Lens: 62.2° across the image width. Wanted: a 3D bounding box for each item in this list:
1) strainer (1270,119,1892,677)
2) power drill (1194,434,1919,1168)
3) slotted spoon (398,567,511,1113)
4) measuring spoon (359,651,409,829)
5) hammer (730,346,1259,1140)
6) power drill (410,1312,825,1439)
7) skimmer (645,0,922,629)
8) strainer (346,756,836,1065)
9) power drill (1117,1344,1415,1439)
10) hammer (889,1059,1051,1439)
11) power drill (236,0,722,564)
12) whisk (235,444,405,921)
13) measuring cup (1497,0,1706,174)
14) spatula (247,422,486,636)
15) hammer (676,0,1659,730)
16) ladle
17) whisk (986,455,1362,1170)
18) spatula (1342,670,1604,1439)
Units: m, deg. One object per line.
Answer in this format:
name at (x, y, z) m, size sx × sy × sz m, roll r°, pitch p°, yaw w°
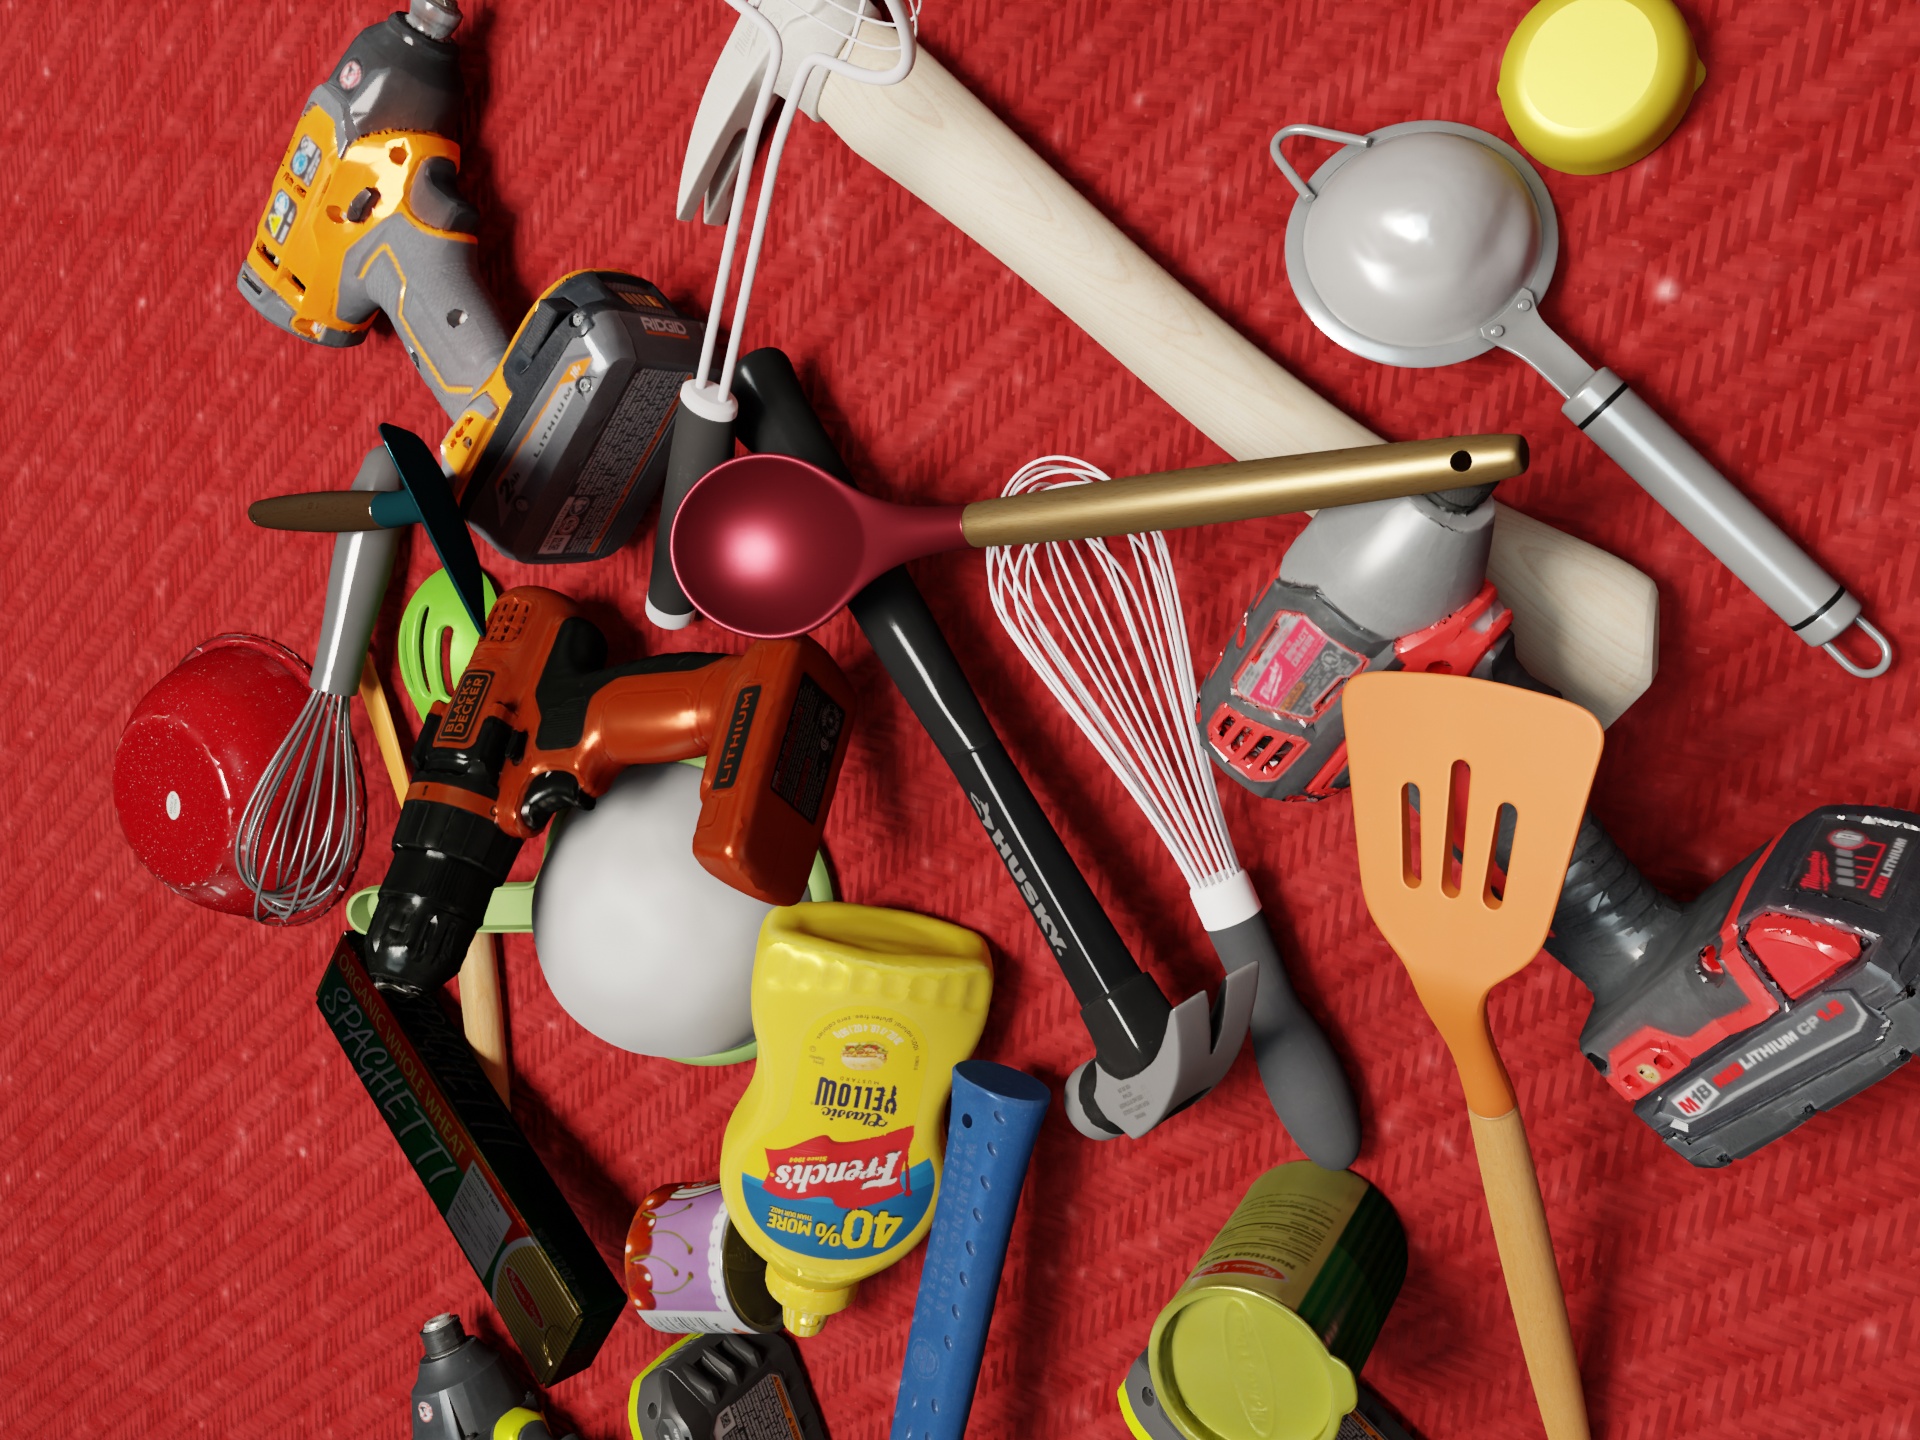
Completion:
strainer at (0.195, -0.109, 0.500) m, size 0.087 × 0.050 × 0.258 m, roll -44°, pitch 83°, yaw 0°
power drill at (0.183, 0.018, 0.484) m, size 0.220 × 0.078 × 0.143 m, roll 41°, pitch 142°, yaw 13°
slotted spoon at (-0.239, 0.081, 0.776) m, size 0.070 × 0.031 × 0.313 m, roll 5°, pitch 103°, yaw 34°
measuring spoon at (-0.287, 0.011, 0.786) m, size 0.021 × 0.011 × 0.117 m, roll -34°, pitch 73°, yaw 47°
hammer at (-0.001, -0.002, 0.602) m, size 0.335 × 0.035 × 0.146 m, roll 60°, pitch 157°, yaw 13°
power drill at (-0.173, 0.363, 0.767) m, size 0.223 × 0.080 × 0.171 m, roll -19°, pitch 90°, yaw 32°
skimmer at (-0.096, -0.147, 0.545) m, size 0.127 × 0.090 × 0.363 m, roll 36°, pitch 138°, yaw 12°
strainer at (-0.182, 0.091, 0.707) m, size 0.256 × 0.069 × 0.151 m, roll -3°, pitch 100°, yaw 20°
power drill at (0.070, 0.339, 0.632) m, size 0.191 × 0.080 × 0.228 m, roll 43°, pitch 118°, yaw 21°
hammer at (-0.020, 0.338, 0.636) m, size 0.144 × 0.035 × 0.405 m, roll 19°, pitch 99°, yaw 48°
power drill at (-0.208, -0.193, 0.680) m, size 0.227 × 0.084 × 0.164 m, roll 45°, pitch 116°, yaw 18°
whisk at (-0.304, -0.016, 0.766) m, size 0.055 × 0.055 × 0.239 m, roll 17°, pitch 95°, yaw 24°
measuring cup at (0.197, -0.248, 0.481) m, size 0.062 × 0.029 × 0.156 m, roll 7°, pitch 104°, yaw 27°
spatula at (-0.267, -0.088, 0.686) m, size 0.318 × 0.044 × 0.082 m, roll 8°, pitch 126°, yaw 51°
hammer at (0.065, -0.133, 0.570) m, size 0.411 × 0.038 × 0.146 m, roll 43°, pitch 117°, yaw 14°
ladle at (0.024, -0.067, 0.517) m, size 0.315 × 0.031 × 0.069 m, roll -2°, pitch 101°, yaw 37°
whisk at (0.085, 0.036, 0.581) m, size 0.070 × 0.070 × 0.284 m, roll -23°, pitch 93°, yaw 29°
spatula at (0.178, 0.133, 0.505) m, size 0.081 × 0.041 × 0.322 m, roll 12°, pitch 132°, yaw 47°
